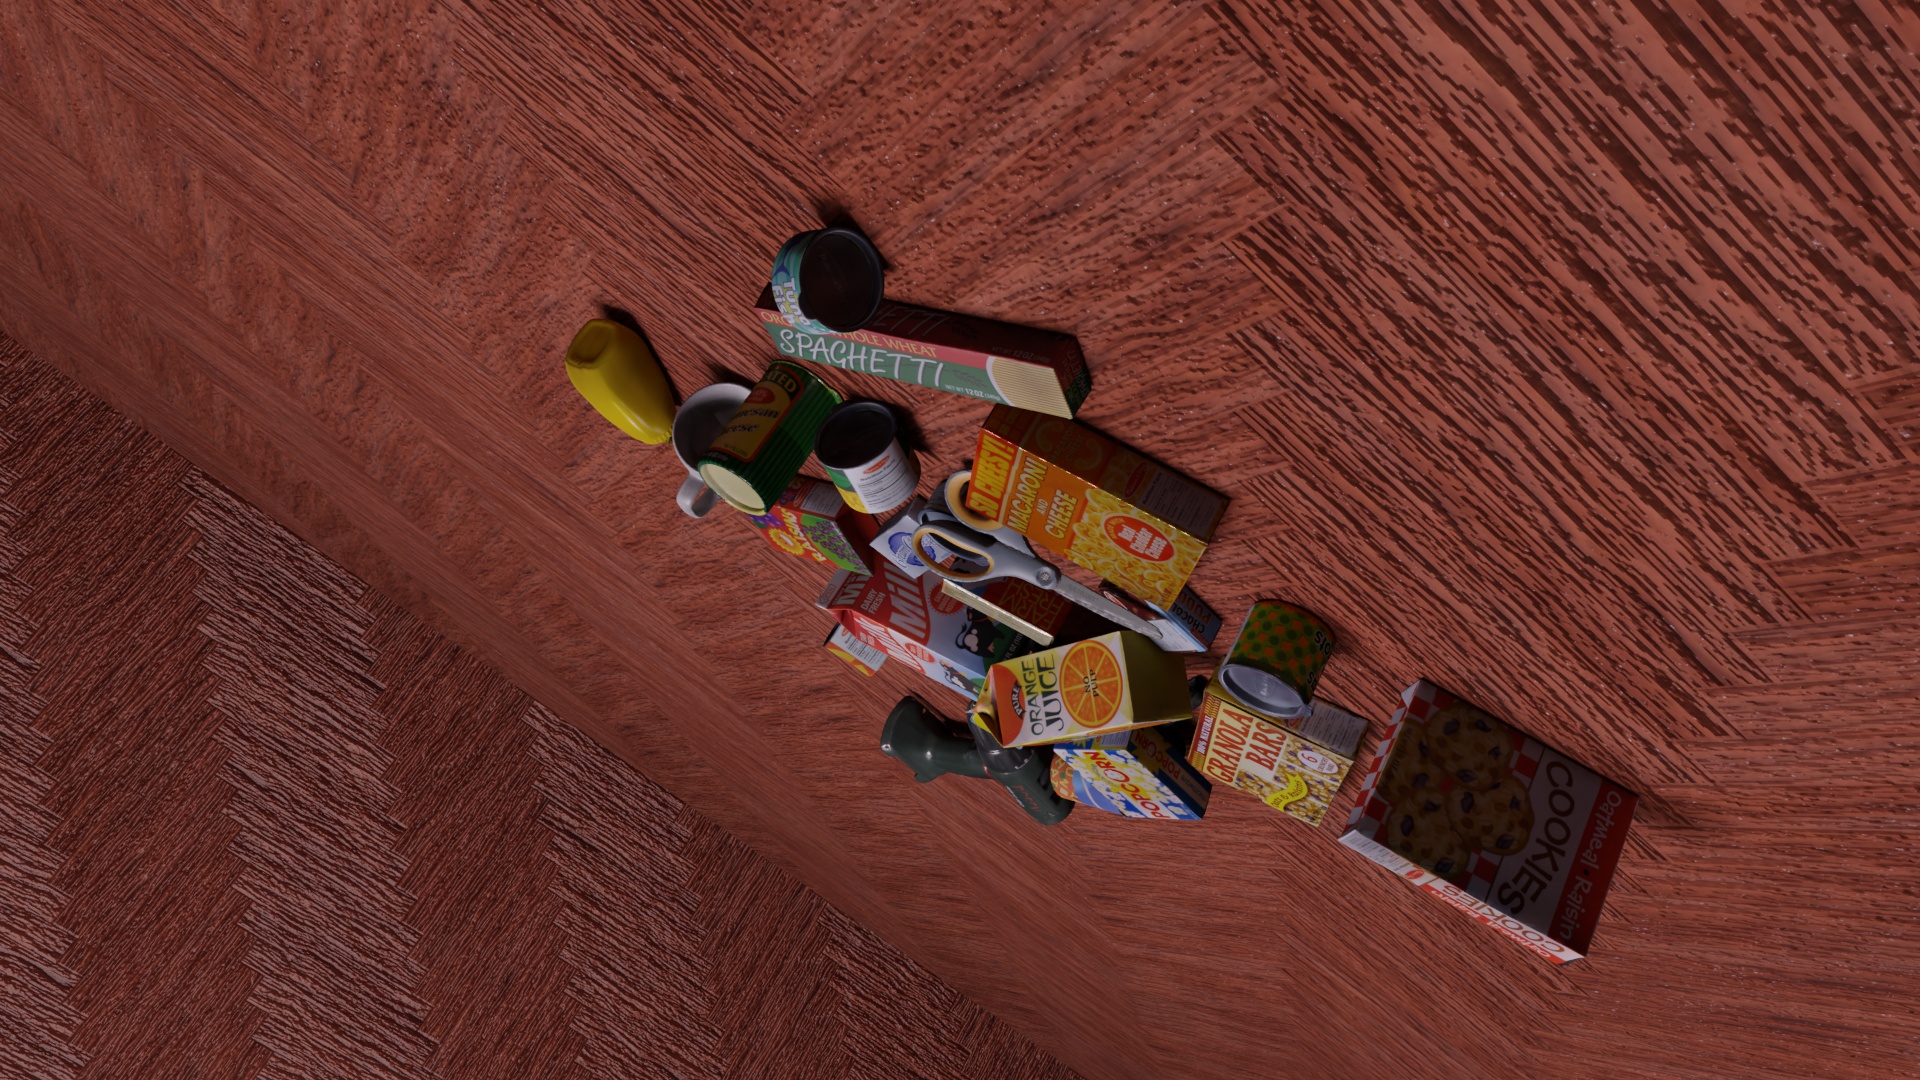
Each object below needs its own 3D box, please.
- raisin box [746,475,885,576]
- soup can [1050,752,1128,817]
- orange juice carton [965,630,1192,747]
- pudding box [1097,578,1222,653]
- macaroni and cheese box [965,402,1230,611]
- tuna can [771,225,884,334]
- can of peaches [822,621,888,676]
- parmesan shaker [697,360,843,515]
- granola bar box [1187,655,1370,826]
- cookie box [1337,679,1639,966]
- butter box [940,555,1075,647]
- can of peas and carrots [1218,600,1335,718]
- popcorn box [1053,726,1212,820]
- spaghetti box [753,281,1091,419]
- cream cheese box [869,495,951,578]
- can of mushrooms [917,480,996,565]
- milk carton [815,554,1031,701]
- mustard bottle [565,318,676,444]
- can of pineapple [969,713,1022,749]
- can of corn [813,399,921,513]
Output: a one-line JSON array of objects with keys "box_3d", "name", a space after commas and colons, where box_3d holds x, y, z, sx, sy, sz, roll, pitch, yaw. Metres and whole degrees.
[{"box_3d": [-0.133, -0.019, 1.248, 0.123, 0.040, 0.085, 13, 151, 34], "name": "raisin box"}, {"box_3d": [0.140, 0.228, 1.369, 0.084, 0.071, 0.071, 7, 146, 44], "name": "soup can"}, {"box_3d": [0.091, 0.126, 1.138, 0.072, 0.073, 0.192, 2, 165, -40], "name": "orange juice carton"}, {"box_3d": [0.151, 0.050, 1.046, 0.083, 0.030, 0.049, 41, 156, -21], "name": "pudding box"}, {"box_3d": [0.090, -0.026, 0.960, 0.166, 0.040, 0.123, 28, 157, 7], "name": "macaroni and cheese box"}, {"box_3d": [-0.085, -0.161, 0.869, 0.033, 0.071, 0.071, 5, 145, 48], "name": "tuna can"}, {"box_3d": [-0.096, 0.094, 1.392, 0.058, 0.071, 0.071, 34, 156, -5], "name": "can of peaches"}, {"box_3d": [-0.145, -0.078, 1.064, 0.071, 0.103, 0.071, 26, 155, 13], "name": "parmesan shaker"}, {"box_3d": [0.255, 0.168, 1.139, 0.124, 0.039, 0.164, 25, 155, 17], "name": "granola bar box"}, {"box_3d": [0.361, 0.191, 0.948, 0.167, 0.123, 0.040, 29, 157, 6], "name": "cookie box"}, {"box_3d": [0.041, 0.040, 1.133, 0.103, 0.053, 0.024, 28, 153, 8], "name": "butter box"}, {"box_3d": [0.227, 0.085, 0.986, 0.071, 0.059, 0.070, 26, 156, 13], "name": "can of peas and carrots"}, {"box_3d": [0.154, 0.202, 1.235, 0.085, 0.038, 0.126, -8, 138, 45], "name": "popcorn box"}, {"box_3d": [-0.031, -0.129, 0.919, 0.250, 0.029, 0.050, 16, 151, 32], "name": "spaghetti box"}, {"box_3d": [-0.037, -0.002, 1.182, 0.053, 0.024, 0.103, 37, 156, -8], "name": "cream cheese box"}, {"box_3d": [0.004, -0.014, 1.097, 0.071, 0.033, 0.070, 26, 155, 13], "name": "can of mushrooms"}, {"box_3d": [-0.033, 0.072, 1.262, 0.191, 0.072, 0.073, 27, 156, 12], "name": "milk carton"}, {"box_3d": [-0.281, -0.124, 1.195, 0.049, 0.065, 0.159, 17, 156, 22], "name": "mustard bottle"}, {"box_3d": [0.050, 0.158, 1.339, 0.058, 0.071, 0.070, 29, 156, 6], "name": "can of pineapple"}, {"box_3d": [-0.070, -0.064, 1.050, 0.071, 0.071, 0.058, 17, 152, 31], "name": "can of corn"}]
